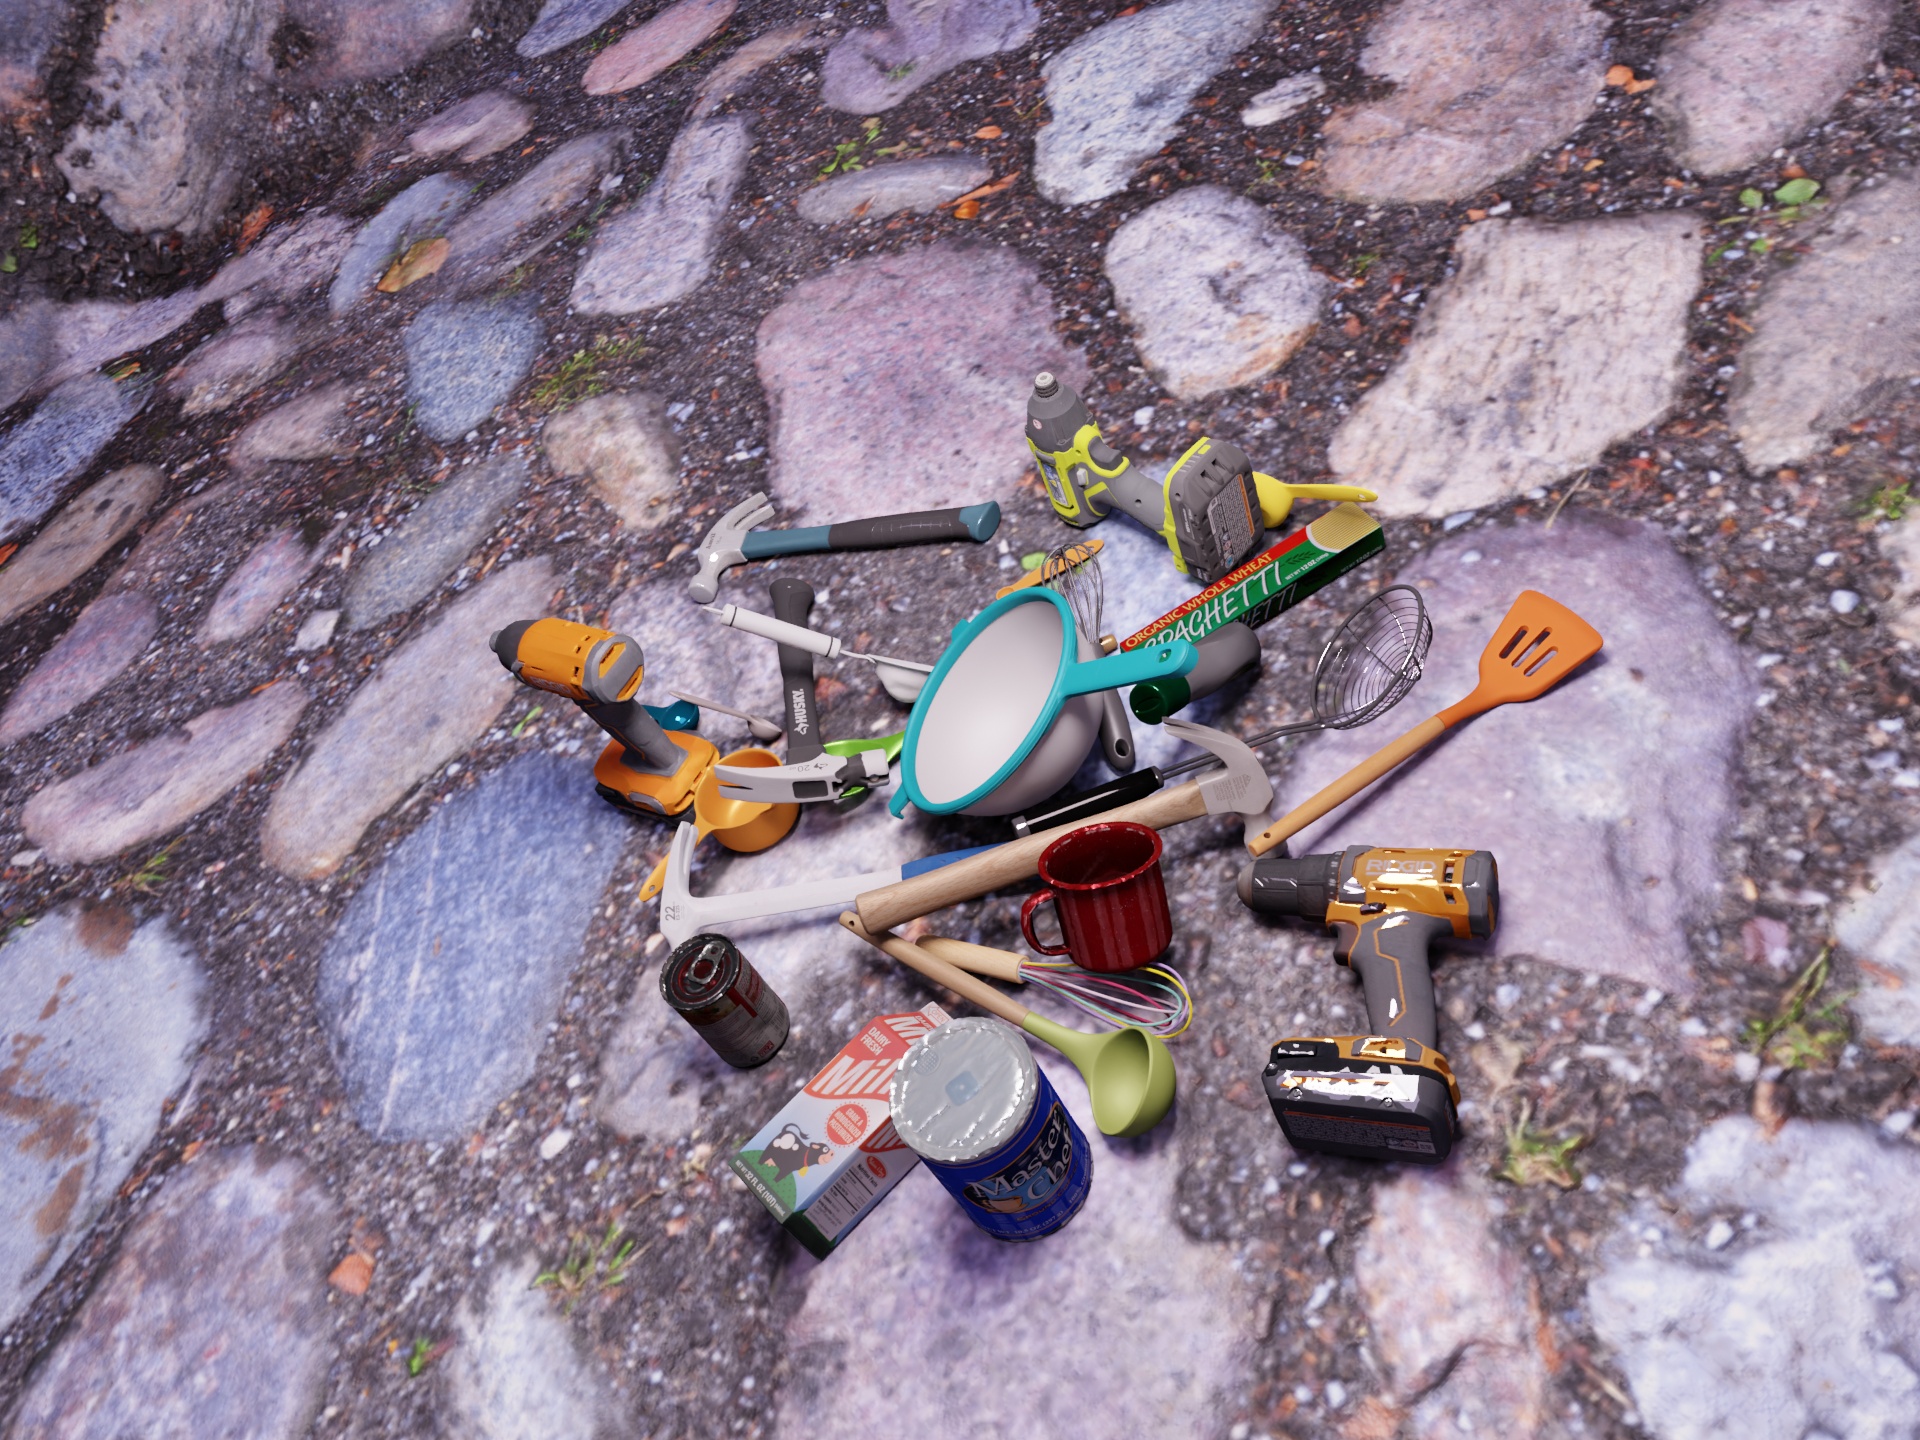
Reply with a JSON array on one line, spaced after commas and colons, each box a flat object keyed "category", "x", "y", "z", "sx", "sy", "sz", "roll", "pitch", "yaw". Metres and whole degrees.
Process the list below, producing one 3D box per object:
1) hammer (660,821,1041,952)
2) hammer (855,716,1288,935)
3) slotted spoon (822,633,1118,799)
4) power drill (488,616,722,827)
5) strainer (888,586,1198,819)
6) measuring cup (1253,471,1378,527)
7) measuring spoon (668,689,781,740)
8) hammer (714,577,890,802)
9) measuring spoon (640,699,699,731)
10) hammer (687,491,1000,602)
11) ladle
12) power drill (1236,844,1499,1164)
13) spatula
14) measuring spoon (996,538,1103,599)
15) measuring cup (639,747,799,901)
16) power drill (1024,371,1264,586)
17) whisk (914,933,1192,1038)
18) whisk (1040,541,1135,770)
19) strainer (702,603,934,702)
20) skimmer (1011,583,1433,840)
[{"category": "hammer", "x": -0.057, "y": 0.127, "z": 1.305, "sx": 0.405, "sy": 0.035, "sz": 0.144, "roll": -10, "pitch": 75, "yaw": 12}, {"category": "hammer", "x": 0.076, "y": 0.095, "z": 1.222, "sx": 0.331, "sy": 0.130, "sz": 0.031, "roll": -20, "pitch": 18, "yaw": 5}, {"category": "slotted spoon", "x": -0.002, "y": -0.005, "z": 1.423, "sx": 0.314, "sy": 0.031, "sz": 0.070, "roll": -25, "pitch": 46, "yaw": 0}, {"category": "power drill", "x": -0.321, "y": -0.006, "z": 1.430, "sx": 0.164, "sy": 0.226, "sz": 0.084, "roll": 14, "pitch": 59, "yaw": 33}, {"category": "strainer", "x": 0.088, "y": -0.007, "z": 1.275, "sx": 0.340, "sy": 0.095, "sz": 0.211, "roll": -12, "pitch": 52, "yaw": 52}, {"category": "measuring cup", "x": 0.300, "y": -0.191, "z": 1.400, "sx": 0.157, "sy": 0.062, "sz": 0.029, "roll": 13, "pitch": 69, "yaw": 53}, {"category": "measuring spoon", "x": -0.219, "y": -0.003, "z": 1.465, "sx": 0.034, "sy": 0.124, "sz": 0.018, "roll": 34, "pitch": 100, "yaw": 50}, {"category": "hammer", "x": -0.156, "y": -0.037, "z": 1.473, "sx": 0.146, "sy": 0.035, "sz": 0.335, "roll": -9, "pitch": 36, "yaw": -4}, {"category": "measuring spoon", "x": -0.303, "y": -0.001, "z": 1.569, "sx": 0.129, "sy": 0.021, "sz": 0.042, "roll": 3, "pitch": 52, "yaw": 38}, {"category": "hammer", "x": -0.118, "y": -0.189, "z": 1.628, "sx": 0.331, "sy": 0.033, "sz": 0.128, "roll": -3, "pitch": 52, "yaw": 22}, {"category": "ladle", "x": 0.023, "y": 0.211, "z": 1.185, "sx": 0.320, "sy": 0.062, "sz": 0.078, "roll": 24, "pitch": 93, "yaw": 32}, {"category": "power drill", "x": 0.268, "y": 0.182, "z": 1.106, "sx": 0.185, "sy": 0.084, "sz": 0.226, "roll": 0, "pitch": 48, "yaw": 28}, {"category": "spatula", "x": 0.350, "y": 0.009, "z": 1.224, "sx": 0.322, "sy": 0.041, "sz": 0.081, "roll": -32, "pitch": 51, "yaw": -14}, {"category": "measuring spoon", "x": 0.086, "y": -0.140, "z": 1.511, "sx": 0.117, "sy": 0.011, "sz": 0.021, "roll": -30, "pitch": 45, "yaw": -6}, {"category": "measuring cup", "x": -0.214, "y": 0.105, "z": 1.410, "sx": 0.095, "sy": 0.052, "sz": 0.174, "roll": 27, "pitch": 68, "yaw": 38}, {"category": "power drill", "x": 0.156, "y": -0.222, "z": 1.438, "sx": 0.223, "sy": 0.171, "sz": 0.080, "roll": 31, "pitch": 69, "yaw": 36}, {"category": "whisk", "x": 0.066, "y": 0.198, "z": 1.211, "sx": 0.245, "sy": 0.047, "sz": 0.051, "roll": 8, "pitch": 44, "yaw": 35}, {"category": "whisk", "x": 0.117, "y": -0.060, "z": 1.386, "sx": 0.055, "sy": 0.055, "sz": 0.239, "roll": -18, "pitch": 59, "yaw": 10}, {"category": "strainer", "x": -0.108, "y": -0.060, "z": 1.428, "sx": 0.087, "sy": 0.258, "sz": 0.050, "roll": -155, "pitch": 83, "yaw": -74}, {"category": "skimmer", "x": 0.203, "y": -0.003, "z": 1.255, "sx": 0.363, "sy": 0.090, "sz": 0.127, "roll": -21, "pitch": 18, "yaw": -5}]
